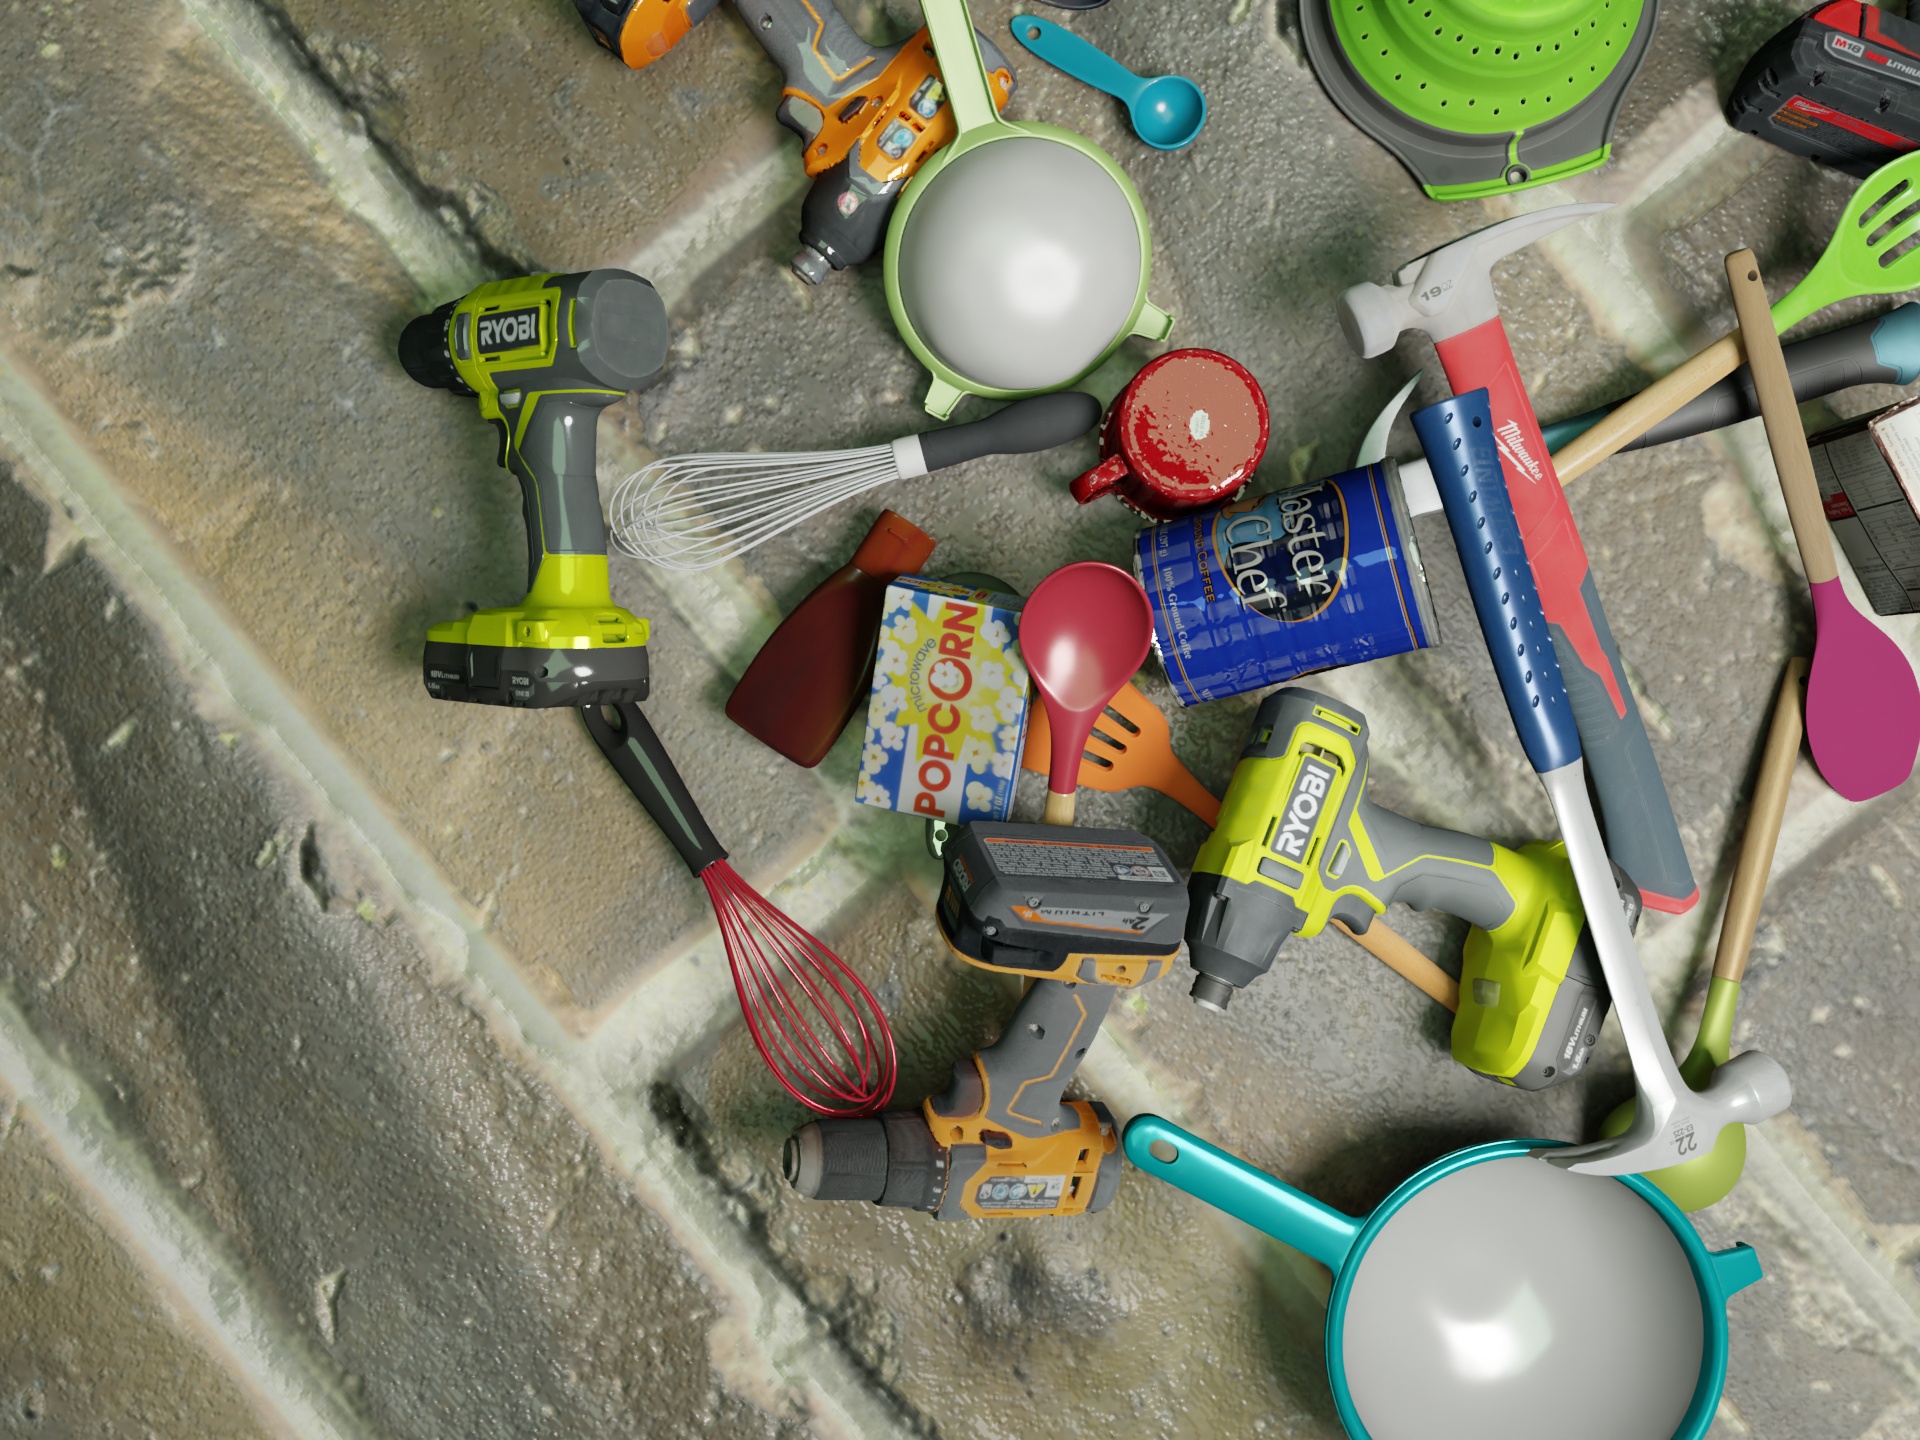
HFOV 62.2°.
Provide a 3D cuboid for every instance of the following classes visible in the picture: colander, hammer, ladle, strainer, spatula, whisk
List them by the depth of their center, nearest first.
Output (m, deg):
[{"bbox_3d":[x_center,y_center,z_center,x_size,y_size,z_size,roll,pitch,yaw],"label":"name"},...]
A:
[{"bbox_3d":[0.300,0.034,0.801,0.144,0.035,0.405,-20,94,-17],"label":"hammer"},{"bbox_3d":[0.021,-0.285,0.832,0.151,0.069,0.256,-19,117,0],"label":"strainer"},{"bbox_3d":[0.336,-0.076,0.851,0.143,0.038,0.386,-24,102,3],"label":"hammer"},{"bbox_3d":[0.274,-0.493,0.857,0.204,0.094,0.397,-12,91,2],"label":"colander"},{"bbox_3d":[0.053,0.061,0.861,0.069,0.031,0.315,6,112,1],"label":"ladle"},{"bbox_3d":[0.238,0.293,0.869,0.340,0.095,0.211,27,90,0],"label":"strainer"},{"bbox_3d":[-0.059,-0.138,0.887,0.284,0.070,0.070,-14,90,3],"label":"whisk"},{"bbox_3d":[0.376,-0.165,0.890,0.331,0.033,0.128,-17,91,2],"label":"hammer"},{"bbox_3d":[0.431,0.119,0.895,0.078,0.062,0.320,16,85,0],"label":"ladle"},{"bbox_3d":[0.174,0.080,0.897,0.322,0.041,0.081,37,107,0],"label":"spatula"},{"bbox_3d":[-0.130,0.099,0.904,0.073,0.073,0.296,-35,83,2],"label":"whisk"}]

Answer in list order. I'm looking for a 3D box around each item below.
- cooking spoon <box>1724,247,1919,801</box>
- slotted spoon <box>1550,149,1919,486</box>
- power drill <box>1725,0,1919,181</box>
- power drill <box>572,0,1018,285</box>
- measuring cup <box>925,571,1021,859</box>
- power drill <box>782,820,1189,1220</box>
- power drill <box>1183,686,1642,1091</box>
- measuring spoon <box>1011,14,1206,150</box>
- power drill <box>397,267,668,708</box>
[{"bbox_3d":[0.462,-0.101,0.863,0.069,0.017,0.318,-23,105,-2],"label":"cooking spoon"},{"bbox_3d":[0.411,-0.199,0.858,0.314,0.031,0.070,-35,106,5],"label":"slotted spoon"},{"bbox_3d":[0.499,-0.430,0.861,0.188,0.080,0.227,23,89,2],"label":"power drill"},{"bbox_3d":[-0.104,-0.361,0.883,0.226,0.084,0.164,37,92,-3],"label":"power drill"},{"bbox_3d":[-0.001,-0.003,0.903,0.083,0.038,0.167,8,89,2],"label":"measuring cup"},{"bbox_3d":[0.012,0.168,0.838,0.185,0.084,0.226,5,115,-18],"label":"power drill"},{"bbox_3d":[0.232,0.103,0.846,0.223,0.080,0.171,24,81,-11],"label":"power drill"},{"bbox_3d":[0.083,-0.366,0.909,0.129,0.021,0.042,35,93,10],"label":"measuring spoon"},{"bbox_3d":[-0.241,-0.126,0.870,0.191,0.080,0.228,5,97,38],"label":"power drill"}]
